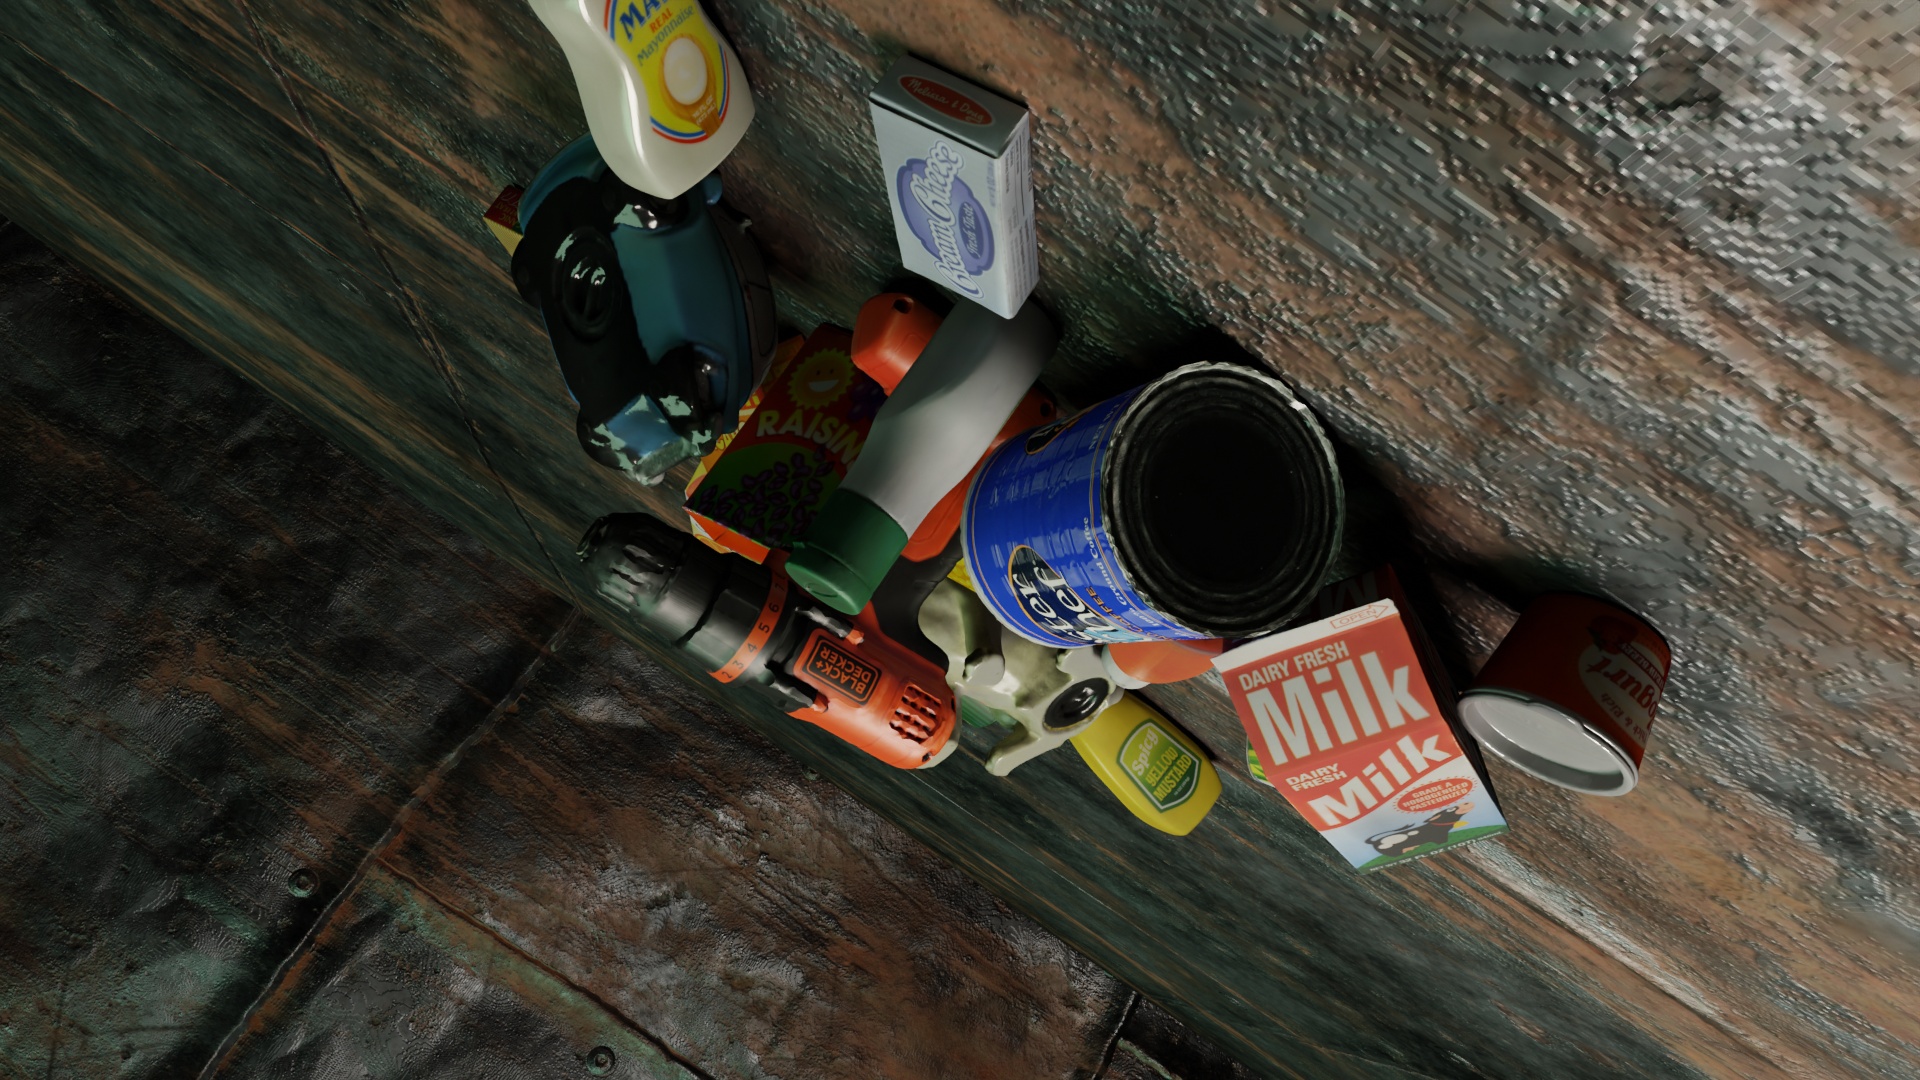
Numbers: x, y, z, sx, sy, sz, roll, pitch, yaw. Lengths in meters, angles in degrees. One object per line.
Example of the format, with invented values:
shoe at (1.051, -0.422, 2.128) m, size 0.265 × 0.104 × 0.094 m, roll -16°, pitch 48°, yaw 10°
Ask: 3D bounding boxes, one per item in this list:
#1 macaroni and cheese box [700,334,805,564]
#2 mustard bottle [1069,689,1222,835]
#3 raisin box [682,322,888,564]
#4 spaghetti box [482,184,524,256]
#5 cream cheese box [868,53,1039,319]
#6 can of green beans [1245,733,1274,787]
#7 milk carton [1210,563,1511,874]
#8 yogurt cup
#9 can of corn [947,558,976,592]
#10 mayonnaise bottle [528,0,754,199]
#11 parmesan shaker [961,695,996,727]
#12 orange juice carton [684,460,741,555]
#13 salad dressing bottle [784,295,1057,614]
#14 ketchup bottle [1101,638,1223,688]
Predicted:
macaroni and cheese box at (-0.105, -0.032, 0.819) m, size 0.123 × 0.040 × 0.166 m, roll 2°, pitch 117°, yaw 57°
mustard bottle at (0.112, 0.138, 0.970) m, size 0.160 × 0.065 × 0.049 m, roll 43°, pitch 166°, yaw -14°
raisin box at (-0.069, -0.043, 0.703) m, size 0.086 × 0.124 × 0.040 m, roll 24°, pitch 160°, yaw 30°
spaghetti box at (-0.234, -0.137, 0.922) m, size 0.050 × 0.029 × 0.249 m, roll 28°, pitch 162°, yaw 23°
cream cheese box at (0.000, -0.127, 0.513) m, size 0.053 × 0.024 × 0.103 m, roll 30°, pitch 163°, yaw 16°
can of green beans at (0.190, 0.103, 0.717) m, size 0.058 × 0.071 × 0.071 m, roll 17°, pitch 156°, yaw 42°
milk carton at (0.167, 0.073, 0.578) m, size 0.072 × 0.074 × 0.190 m, roll -23°, pitch 144°, yaw 20°
yogurt cup at (0.232, 0.057, 0.528) m, size 0.072 × 0.054 × 0.072 m, roll 31°, pitch 163°, yaw 11°
can of corn at (0.003, -0.009, 0.752) m, size 0.058 × 0.071 × 0.071 m, roll 28°, pitch 162°, yaw 18°
mayonnaise bottle at (-0.123, -0.195, 0.497) m, size 0.041 × 0.065 × 0.147 m, roll 27°, pitch 158°, yaw 26°
parmesan shaker at (-0.007, 0.084, 1.041) m, size 0.103 × 0.071 × 0.071 m, roll 37°, pitch 163°, yaw -17°
orange juice carton at (-0.140, -0.027, 0.970) m, size 0.072 × 0.073 × 0.192 m, roll 34°, pitch 163°, yaw 2°
salad dressing bottle at (-0.016, -0.038, 0.572) m, size 0.044 × 0.148 × 0.064 m, roll 42°, pitch 162°, yaw -22°
ketchup bottle at (0.109, 0.052, 0.769) m, size 0.065 × 0.043 × 0.148 m, roll 33°, pitch 163°, yaw 5°
